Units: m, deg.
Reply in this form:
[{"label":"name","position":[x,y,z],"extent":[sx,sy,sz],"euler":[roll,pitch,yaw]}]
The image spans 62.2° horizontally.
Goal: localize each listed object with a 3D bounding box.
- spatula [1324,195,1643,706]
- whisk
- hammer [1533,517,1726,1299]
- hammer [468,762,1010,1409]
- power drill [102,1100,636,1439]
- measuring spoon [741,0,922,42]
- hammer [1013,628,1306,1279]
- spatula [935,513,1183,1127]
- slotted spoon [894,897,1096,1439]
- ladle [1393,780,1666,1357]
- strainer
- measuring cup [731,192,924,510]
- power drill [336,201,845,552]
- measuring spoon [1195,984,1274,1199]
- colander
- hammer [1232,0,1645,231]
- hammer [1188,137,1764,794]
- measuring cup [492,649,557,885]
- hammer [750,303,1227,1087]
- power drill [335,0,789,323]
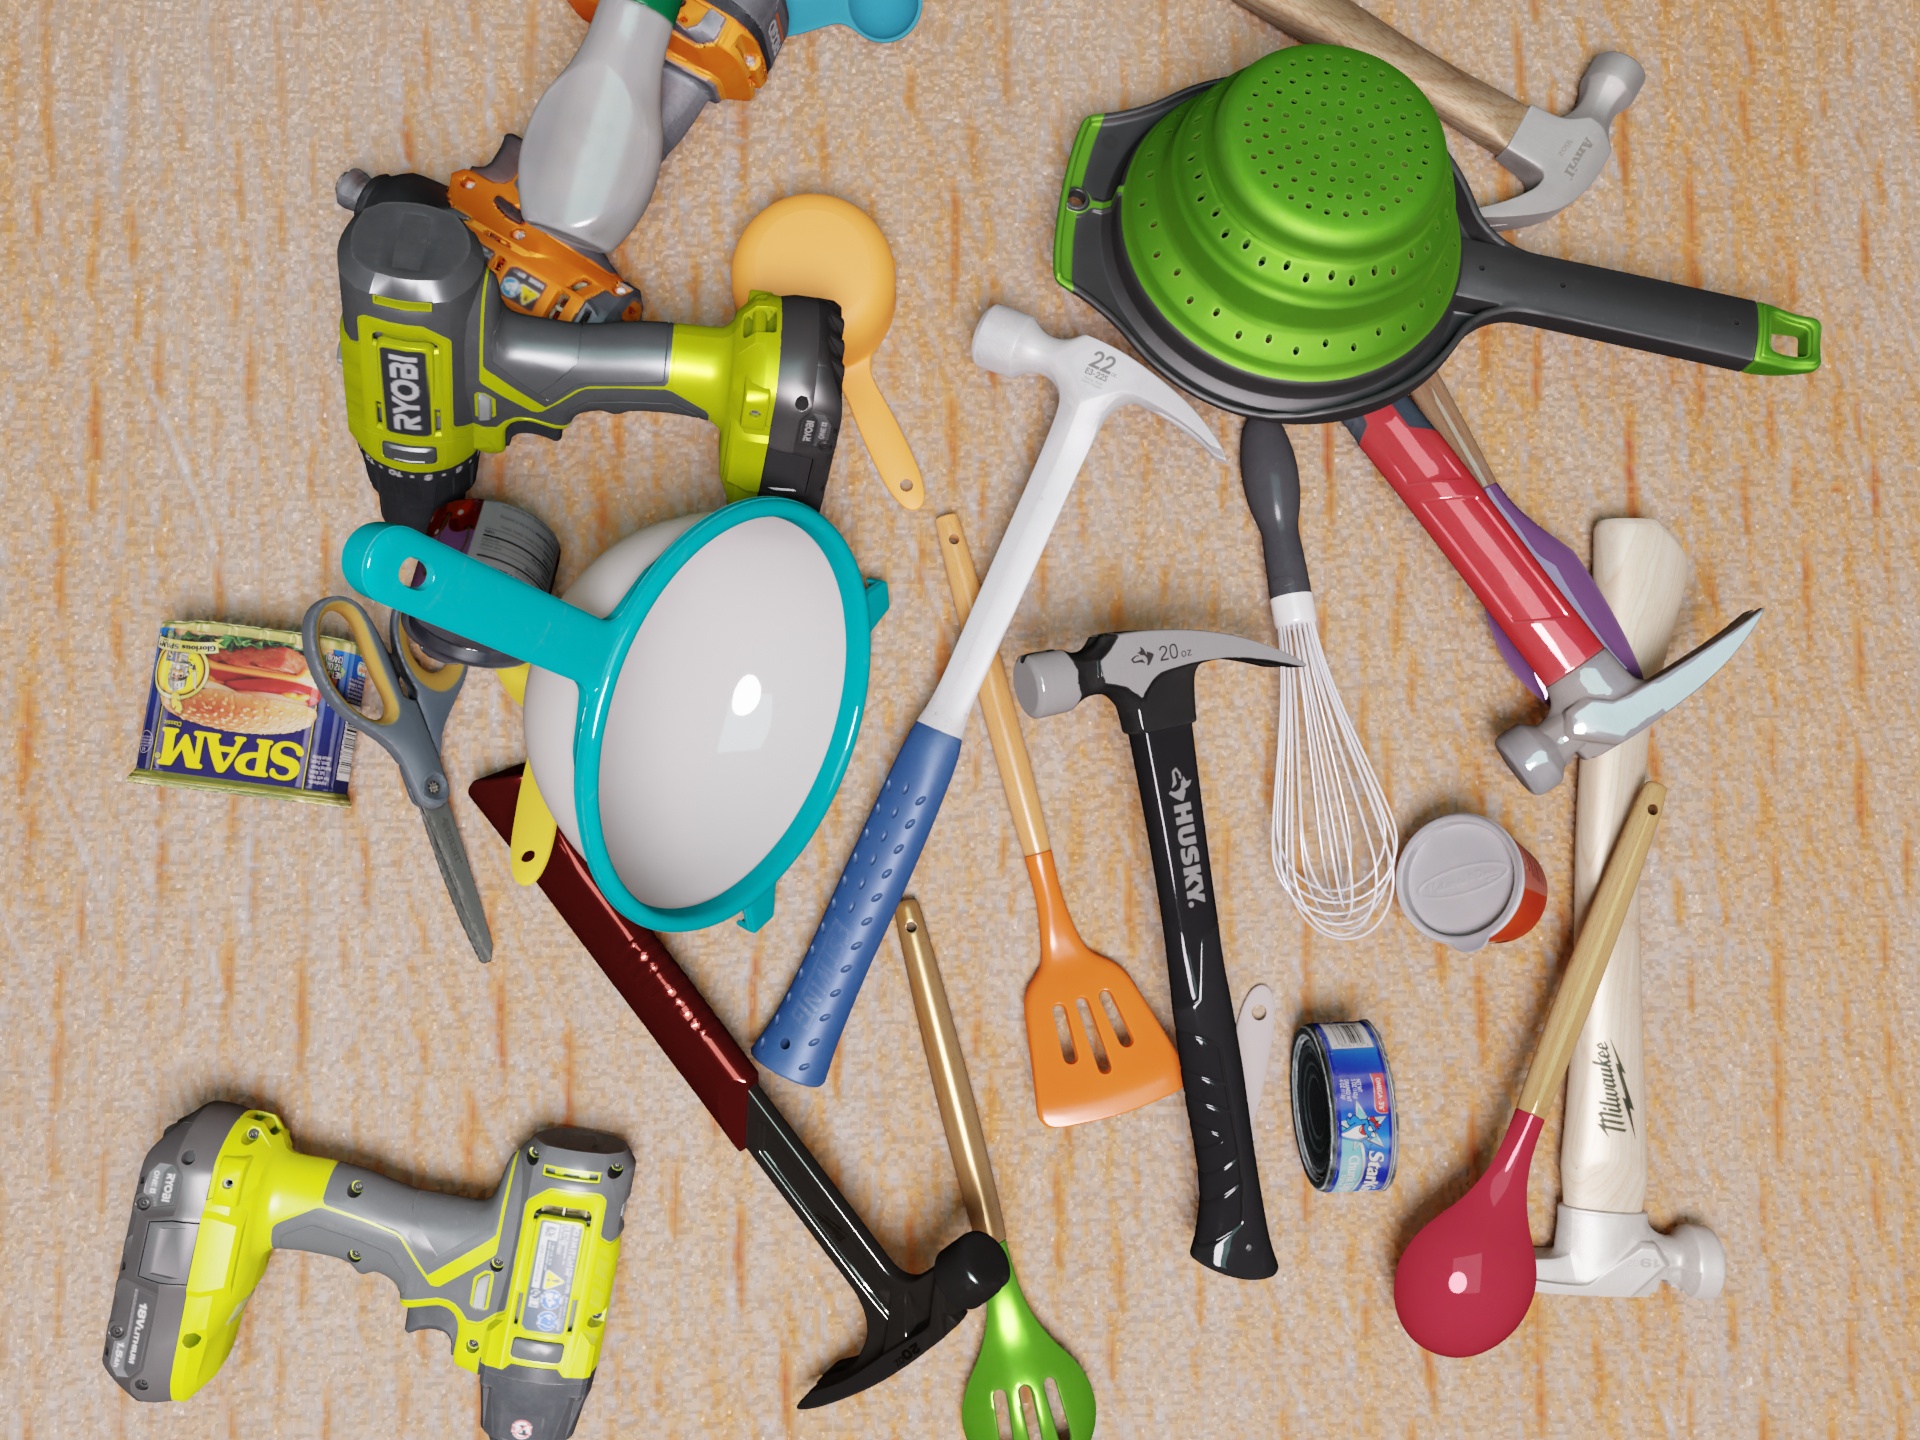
[{"label":"spatula","position":[0.266,-0.145,0.853],"extent":[0.060,0.018,0.316],"euler":[-28,84,10]},{"label":"whisk","position":[0.182,-0.027,0.838],"extent":[0.070,0.070,0.285],"euler":[-7,83,-4]},{"label":"hammer","position":[0.337,0.096,0.850],"extent":[0.146,0.038,0.411],"euler":[4,87,-2]},{"label":"hammer","position":[-0.134,0.172,0.802],"extent":[0.149,0.037,0.359],"euler":[-43,82,30]},{"label":"power drill","position":[-0.286,0.280,0.785],"extent":[0.223,0.080,0.171],"euler":[11,86,-6]},{"label":"measuring spoon","position":[-0.083,-0.380,0.861],"extent":[0.128,0.021,0.042],"euler":[-7,99,5]},{"label":"hammer","position":[0.121,0.117,0.791],"extent":[0.146,0.035,0.335],"euler":[-12,96,-22]},{"label":"spatula","position":[0.036,0.046,0.832],"extent":[0.081,0.041,0.322],"euler":[-15,87,-7]},{"label":"slotted spoon","position":[0.008,0.246,0.828],"extent":[0.070,0.031,0.314],"euler":[-14,87,-4]},{"label":"ladle","position":[0.302,0.178,0.815],"extent":[0.069,0.031,0.315],"euler":[23,85,1]},{"label":"strainer","position":[-0.165,-0.027,0.710],"extent":[0.095,0.340,0.211],"euler":[18,84,28]},{"label":"measuring cup","position":[-0.059,-0.192,0.831],"extent":[0.095,0.052,0.173],"euler":[-25,87,-4]},{"label":"power drill","position":[-0.181,-0.146,0.775],"extent":[0.228,0.190,0.080],"euler":[6,55,-12]},{"label":"measuring spoon","position":[0.150,0.202,0.842],"extent":[0.034,0.018,0.124],"euler":[11,86,-3]},{"label":"colander","position":[0.249,-0.240,0.777],"extent":[0.397,0.094,0.205],"euler":[11,72,-2]},{"label":"hammer","position":[0.202,-0.377,0.868],"extent":[0.331,0.031,0.130],"euler":[30,85,-1]},{"label":"hammer","position":[0.241,-0.157,0.830],"extent":[0.143,0.038,0.386],"euler":[-36,83,8]},{"label":"measuring cup","position":[-0.210,0.007,0.788],"extent":[0.062,0.029,0.157],"euler":[-6,57,6]},{"label":"hammer","position":[-0.001,-0.003,0.811],"extent":[0.144,0.035,0.405],"euler":[25,92,16]},{"label":"power drill","position":[-0.205,-0.304,0.815],"extent":[0.164,0.084,0.226],"euler":[30,91,-2]}]
